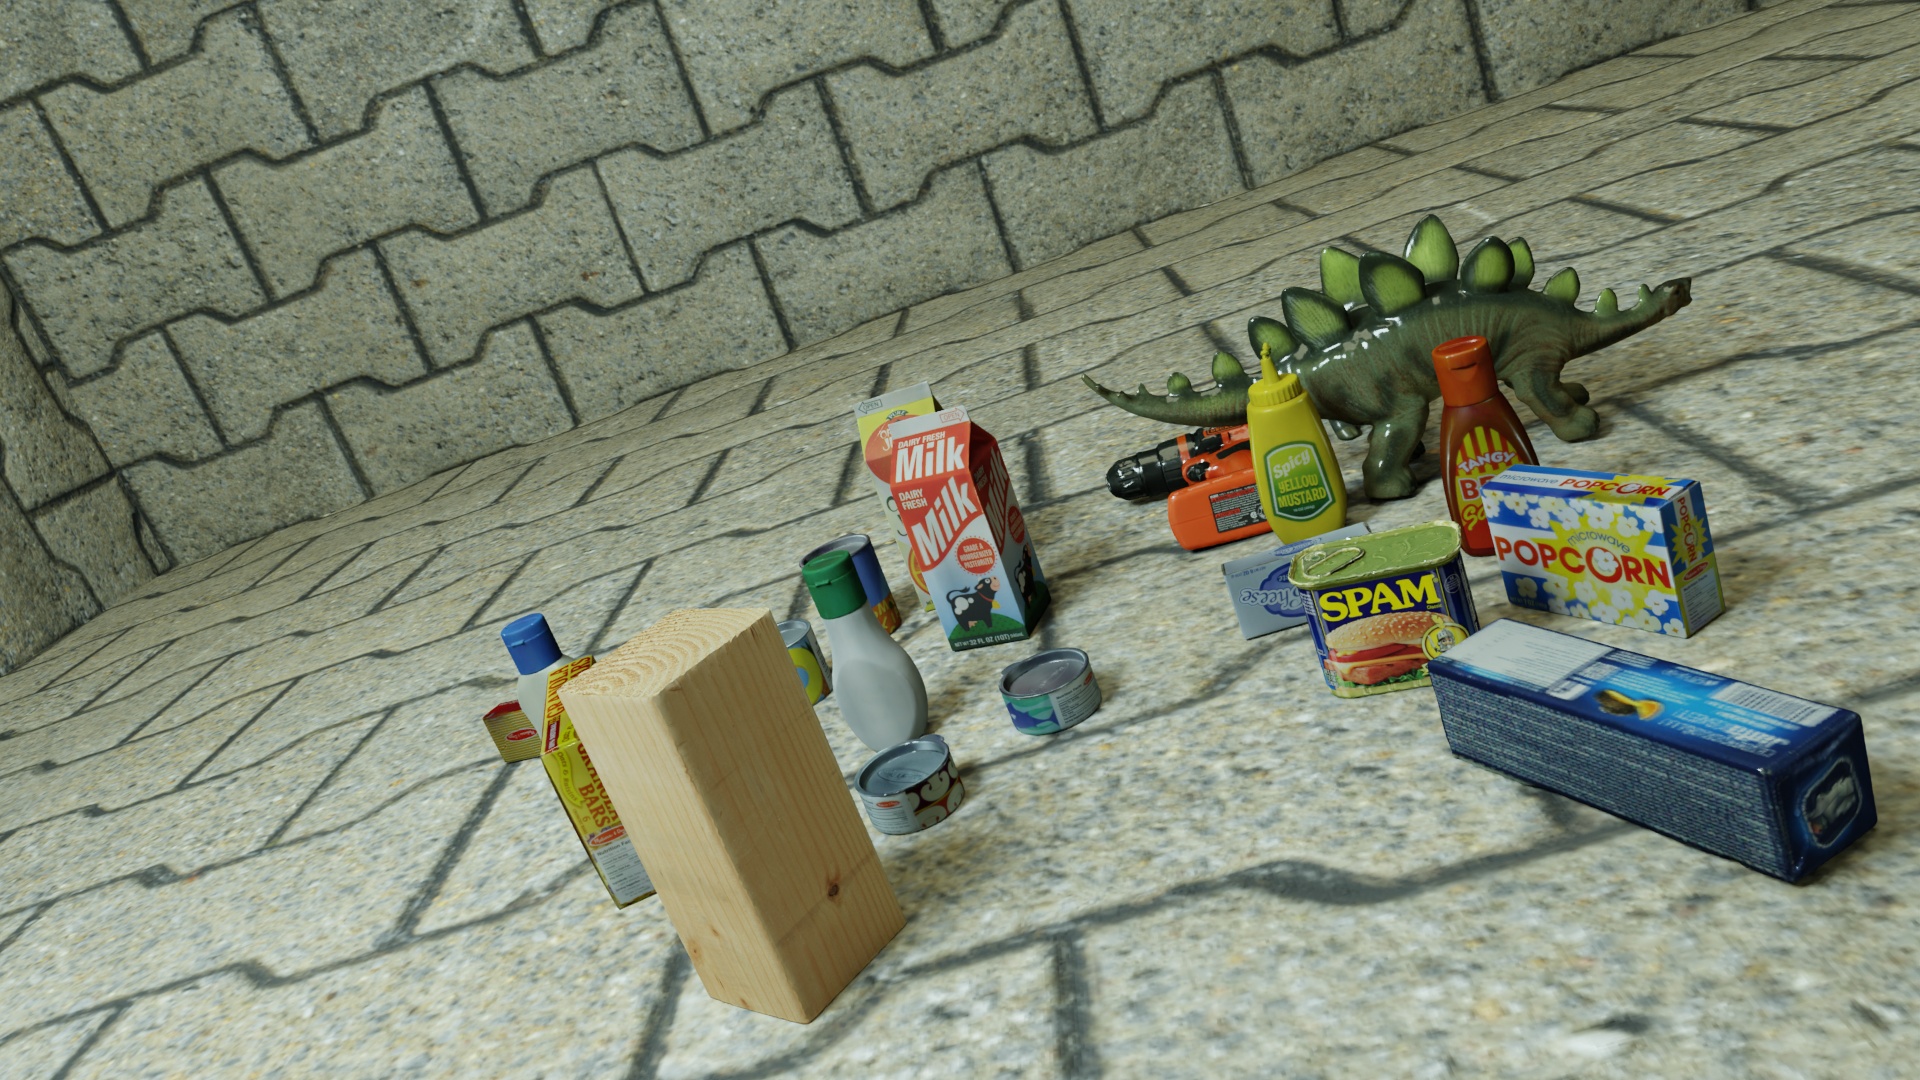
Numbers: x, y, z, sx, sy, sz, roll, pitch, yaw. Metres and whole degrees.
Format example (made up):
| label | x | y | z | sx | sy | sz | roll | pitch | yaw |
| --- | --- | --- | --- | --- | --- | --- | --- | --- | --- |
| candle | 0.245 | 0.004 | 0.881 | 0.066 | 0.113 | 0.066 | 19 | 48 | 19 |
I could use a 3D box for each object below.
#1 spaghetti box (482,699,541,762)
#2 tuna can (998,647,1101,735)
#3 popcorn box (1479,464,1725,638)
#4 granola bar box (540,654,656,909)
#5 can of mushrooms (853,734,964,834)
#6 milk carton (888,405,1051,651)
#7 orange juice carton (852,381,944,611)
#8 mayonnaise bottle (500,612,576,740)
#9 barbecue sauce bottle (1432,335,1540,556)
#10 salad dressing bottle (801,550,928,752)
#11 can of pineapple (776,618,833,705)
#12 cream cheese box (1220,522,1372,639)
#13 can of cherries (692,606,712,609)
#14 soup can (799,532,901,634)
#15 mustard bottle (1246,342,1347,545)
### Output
| label | x | y | z | sx | sy | sz | roll | pitch | yaw |
| --- | --- | --- | --- | --- | --- | --- | --- | --- | --- |
| spaghetti box | -0.301 | 0.147 | 1.207 | 0.250 | 0.050 | 0.029 | -14 | 19 | 21 |
| tuna can | 0.061 | 0.105 | 0.967 | 0.071 | 0.032 | 0.071 | -19 | 18 | 6 |
| popcorn box | 0.380 | 0.003 | 0.830 | 0.038 | 0.085 | 0.126 | -28 | 19 | -23 |
| granola bar box | -0.253 | 0.166 | 0.983 | 0.039 | 0.124 | 0.166 | -23 | 18 | -8 |
| can of mushrooms | -0.032 | 0.159 | 0.909 | 0.071 | 0.033 | 0.071 | -19 | 18 | 6 |
| milk carton | 0.004 | -0.014 | 1.115 | 0.072 | 0.190 | 0.074 | -12 | 19 | 25 |
| orange juice carton | -0.029 | -0.043 | 1.231 | 0.072 | 0.192 | 0.073 | -17 | 18 | 10 |
| mayonnaise bottle | -0.322 | 0.130 | 1.120 | 0.065 | 0.147 | 0.041 | -17 | 18 | 12 |
| barbecue sauce bottle | 0.357 | -0.065 | 0.948 | 0.065 | 0.148 | 0.044 | -14 | 19 | 21 |
| salad dressing bottle | -0.070 | 0.079 | 0.996 | 0.064 | 0.147 | 0.044 | -15 | 19 | 18 |
| can of pineapple | -0.146 | 0.106 | 1.146 | 0.071 | 0.057 | 0.071 | -19 | 18 | 6 |
| cream cheese box | 0.238 | 0.028 | 0.961 | 0.104 | 0.053 | 0.024 | -17 | 18 | 10 |
| can of cherries | -0.245 | 0.102 | 1.263 | 0.071 | 0.058 | 0.072 | -19 | 18 | 6 |
| soup can | -0.095 | 0.044 | 1.227 | 0.071 | 0.083 | 0.071 | -19 | 18 | 6 |
| mustard bottle | 0.253 | -0.076 | 1.074 | 0.065 | 0.159 | 0.049 | -15 | 18 | 17 |
